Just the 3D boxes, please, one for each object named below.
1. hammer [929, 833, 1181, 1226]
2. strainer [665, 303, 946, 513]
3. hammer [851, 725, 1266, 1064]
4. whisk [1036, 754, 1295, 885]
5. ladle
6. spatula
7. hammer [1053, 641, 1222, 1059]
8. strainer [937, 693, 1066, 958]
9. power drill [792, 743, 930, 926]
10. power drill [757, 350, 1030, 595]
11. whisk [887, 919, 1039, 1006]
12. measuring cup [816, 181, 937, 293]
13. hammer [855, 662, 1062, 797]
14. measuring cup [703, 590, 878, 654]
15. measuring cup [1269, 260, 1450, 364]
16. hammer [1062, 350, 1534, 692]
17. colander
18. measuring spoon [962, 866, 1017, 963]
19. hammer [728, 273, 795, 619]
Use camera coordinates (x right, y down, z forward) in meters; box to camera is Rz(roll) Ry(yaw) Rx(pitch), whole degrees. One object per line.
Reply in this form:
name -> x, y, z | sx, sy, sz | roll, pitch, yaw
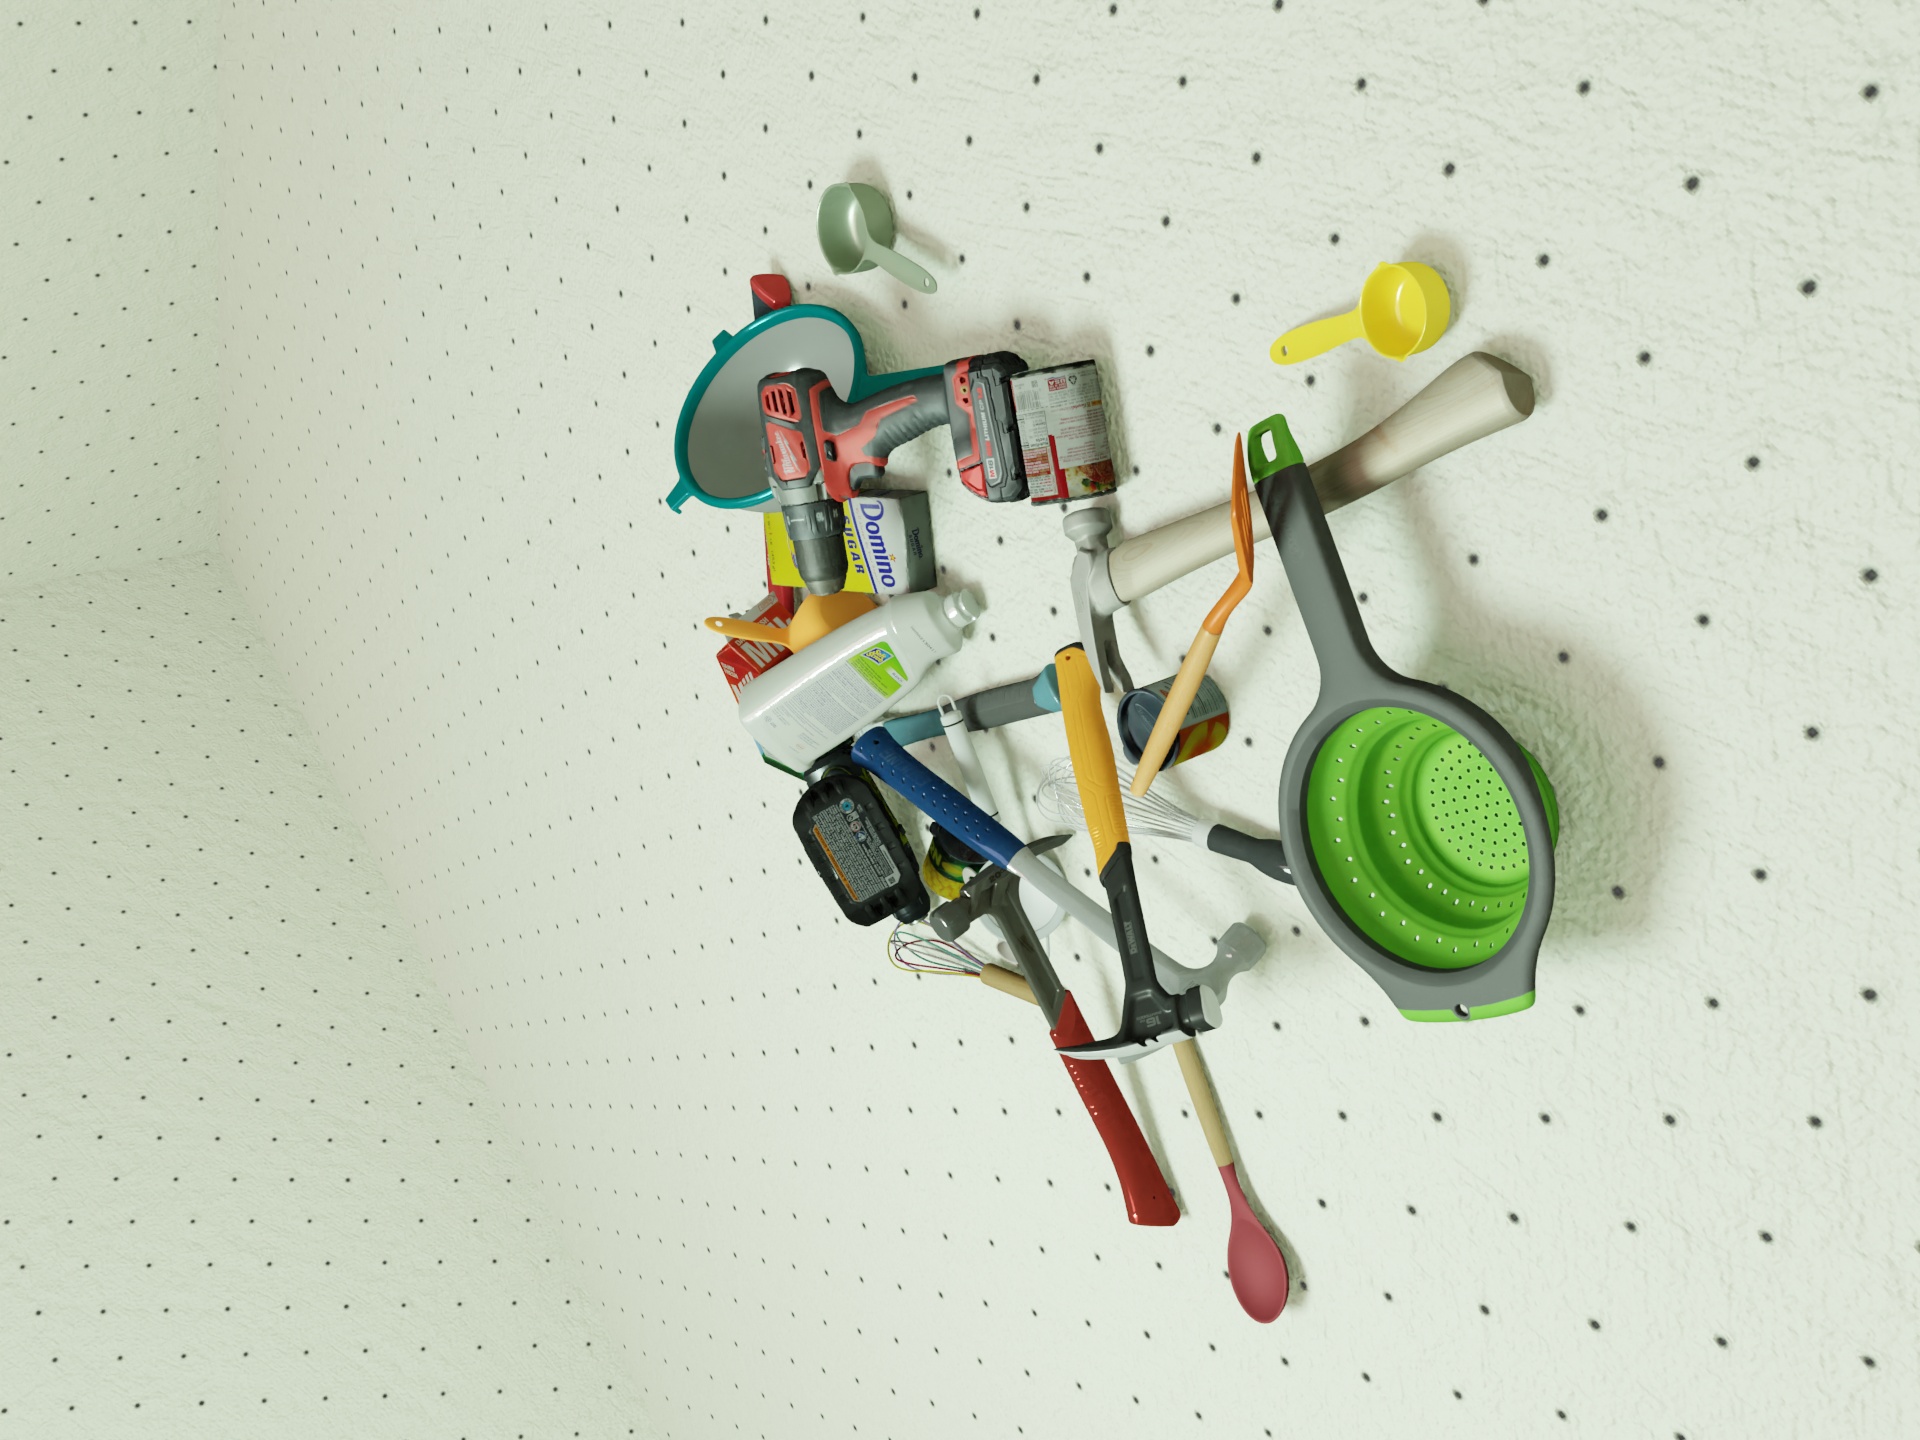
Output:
hammer -> 0.110, 0.283, 1.397 | 0.037, 0.149, 0.359 | -11, 108, 62
strainer -> -0.099, -0.269, 1.424 | 0.340, 0.095, 0.211 | -1, 66, 32
hammer -> 0.051, 0.124, 1.323 | 0.406, 0.144, 0.035 | 35, 161, 33
whisk -> 0.170, 0.080, 1.253 | 0.285, 0.070, 0.070 | 18, 119, 43
ladle -> 0.212, 0.348, 1.337 | 0.069, 0.031, 0.315 | -24, 84, 52
spatula -> 0.158, -0.051, 1.096 | 0.322, 0.041, 0.081 | 107, 176, -48
hammer -> 0.109, 0.092, 1.237 | 0.127, 0.034, 0.337 | -22, 60, 25
strainer -> 0.031, 0.095, 1.427 | 0.050, 0.087, 0.258 | -75, -36, -79
power drill -> -0.087, 0.122, 1.510 | 0.190, 0.080, 0.228 | 61, -179, -3
power drill -> -0.051, -0.203, 1.300 | 0.227, 0.080, 0.188 | -5, 104, 19
whisk -> 0.011, 0.245, 1.551 | 0.245, 0.047, 0.051 | 13, 134, 46
measuring cup -> -0.061, -0.404, 1.358 | 0.168, 0.038, 0.083 | 41, 135, 33
hammer -> -0.002, -0.005, 1.461 | 0.331, 0.033, 0.128 | -14, 93, 55
measuring cup -> -0.154, -0.093, 1.513 | 0.052, 0.173, 0.095 | -51, 40, 46
measuring cup -> 0.253, -0.252, 1.017 | 0.156, 0.029, 0.062 | 0, 106, 66
hammer -> 0.214, -0.135, 1.088 | 0.410, 0.038, 0.146 | -22, 75, 53
colander -> 0.283, -0.011, 1.018 | 0.204, 0.094, 0.397 | -24, 84, 54
measuring spoon -> 0.033, 0.178, 1.475 | 0.034, 0.018, 0.124 | -6, 126, 34
hammer -> -0.195, -0.254, 1.607 | 0.143, 0.038, 0.386 | 29, 128, 46
